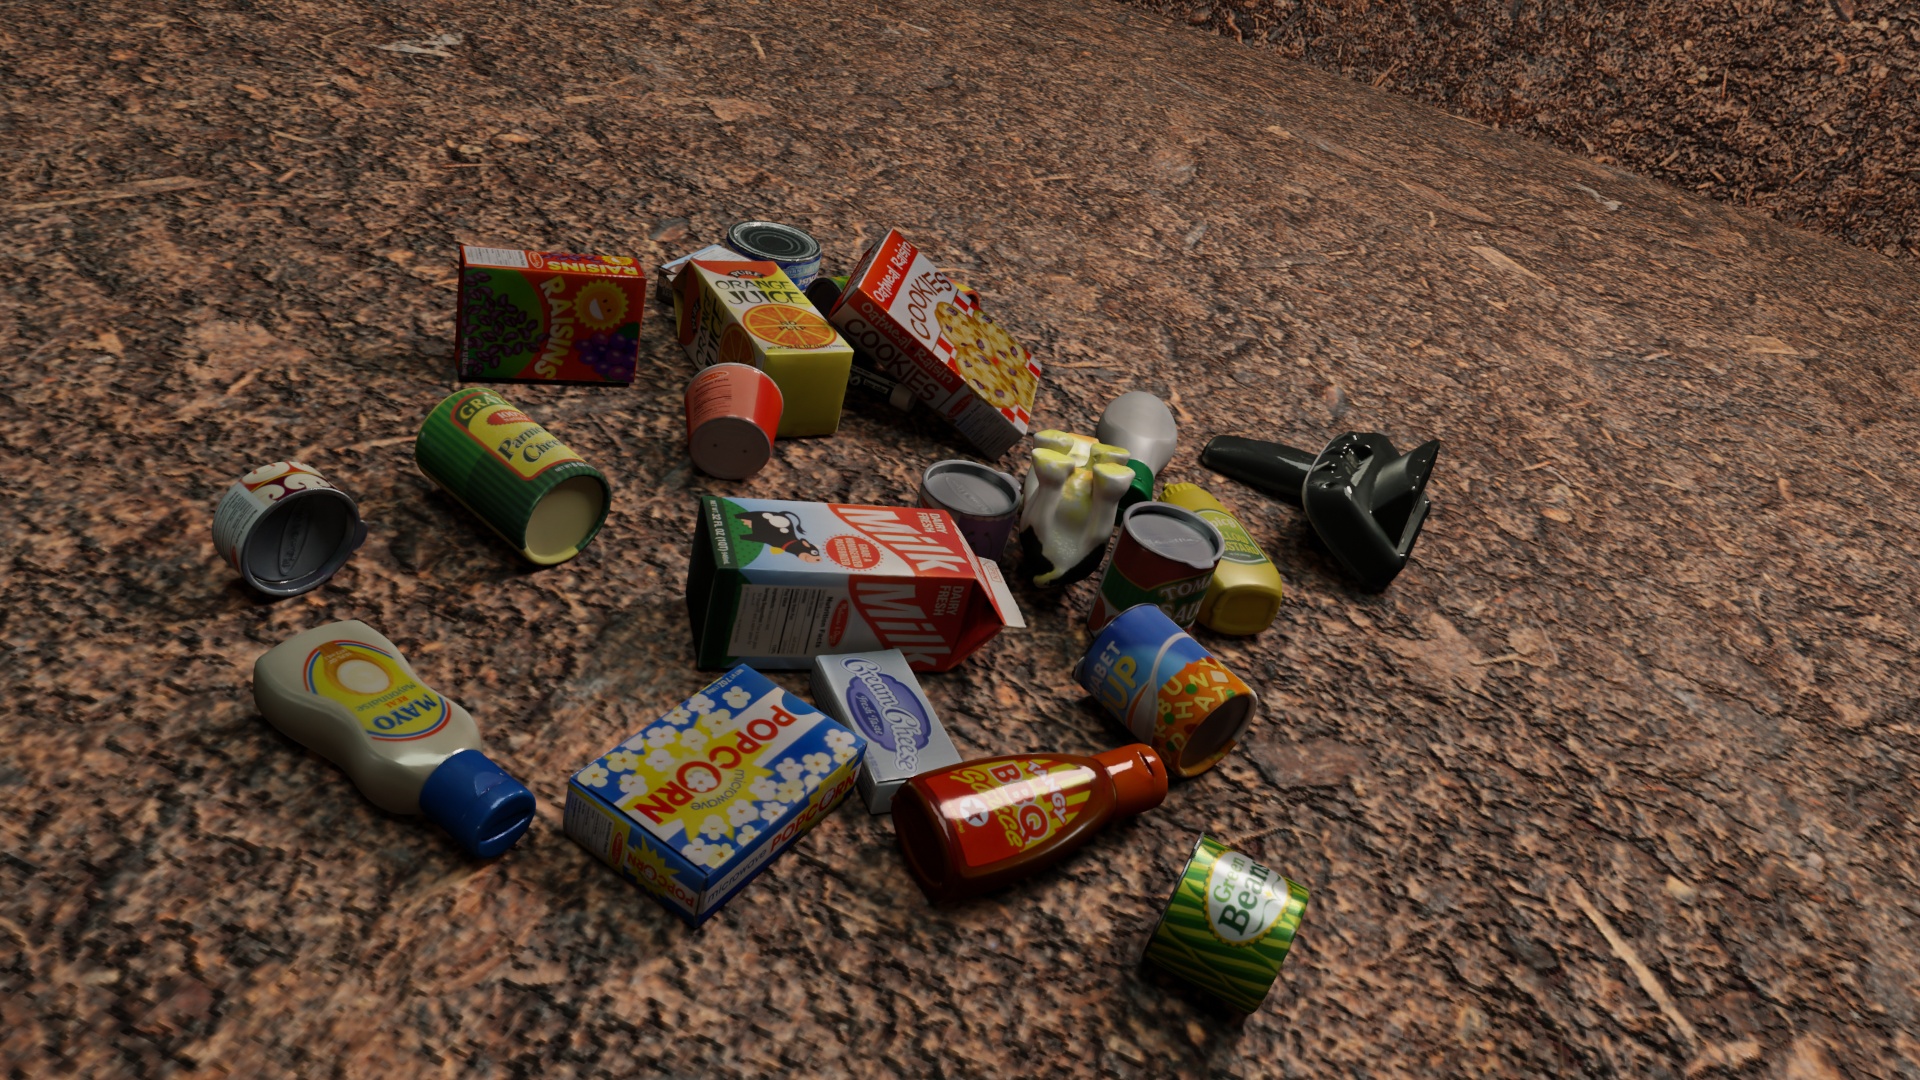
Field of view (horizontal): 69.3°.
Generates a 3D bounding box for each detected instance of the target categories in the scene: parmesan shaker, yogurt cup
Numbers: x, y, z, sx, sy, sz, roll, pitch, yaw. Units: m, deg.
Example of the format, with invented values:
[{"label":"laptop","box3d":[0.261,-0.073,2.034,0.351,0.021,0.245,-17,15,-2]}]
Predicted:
[{"label":"parmesan shaker","box3d":[-0.264,-0.039,0.830,0.103,0.071,0.071,34,36,25]},{"label":"yogurt cup","box3d":[-0.155,-0.079,0.943,0.072,0.072,0.054,8,41,-13]}]

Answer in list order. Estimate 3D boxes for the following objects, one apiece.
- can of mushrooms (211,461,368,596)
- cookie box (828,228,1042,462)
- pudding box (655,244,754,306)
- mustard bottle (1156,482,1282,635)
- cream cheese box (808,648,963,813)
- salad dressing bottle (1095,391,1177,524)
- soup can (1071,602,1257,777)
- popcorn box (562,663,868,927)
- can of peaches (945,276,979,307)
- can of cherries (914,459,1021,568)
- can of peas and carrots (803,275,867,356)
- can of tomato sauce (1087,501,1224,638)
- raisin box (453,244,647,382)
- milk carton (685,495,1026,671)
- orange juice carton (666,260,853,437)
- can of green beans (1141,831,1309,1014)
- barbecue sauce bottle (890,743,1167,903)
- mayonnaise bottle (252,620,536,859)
[{"label":"can of mushrooms","box3d":[-0.357,-0.006,0.740,0.033,0.070,0.071,32,35,25]},{"label":"cookie box","box3d":[-0.016,-0.152,1.073,0.167,0.040,0.123,40,30,-15]},{"label":"pudding box","box3d":[-0.210,-0.217,1.160,0.050,0.030,0.084,26,33,13]},{"label":"mustard bottle","box3d":[0.170,0.001,0.979,0.065,0.048,0.161,5,34,-20]},{"label":"cream cheese box","box3d":[-0.041,0.101,0.754,0.053,0.024,0.104,-2,36,-27]},{"label":"salad dressing bottle","box3d":[0.133,-0.064,1.069,0.064,0.043,0.148,17,33,2]},{"label":"soup can","box3d":[0.118,0.088,0.808,0.071,0.071,0.084,-13,43,-38]},{"label":"popcorn box","box3d":[-0.118,0.120,0.678,0.085,0.038,0.127,28,34,20]},{"label":"can of peaches","box3d":[-0.024,-0.194,1.171,0.058,0.071,0.071,30,34,19]},{"label":"can of cherries","box3d":[0.003,-0.011,0.915,0.071,0.058,0.072,11,31,-7]},{"label":"can of peas and carrots","box3d":[-0.086,-0.181,1.127,0.059,0.070,0.071,-14,43,-40]},{"label":"can of tomato sauce","box3d":[0.125,0.029,0.884,0.071,0.082,0.071,12,32,-7]},{"label":"raisin box","box3d":[-0.290,-0.158,0.981,0.123,0.085,0.040,-1,31,-25]},{"label":"milk carton","box3d":[-0.058,0.027,0.814,0.191,0.073,0.072,3,34,-20]},{"label":"orange juice carton","box3d":[-0.158,-0.157,1.051,0.072,0.072,0.193,-6,38,-31]},{"label":"can of green beans","box3d":[0.127,0.183,0.665,0.058,0.071,0.071,26,33,14]},{"label":"barbecue sauce bottle","box3d":[0.041,0.137,0.716,0.149,0.043,0.065,-8,56,-34]},{"label":"mayonnaise bottle","box3d":[-0.262,0.093,0.651,0.148,0.041,0.065,31,33,22]}]
